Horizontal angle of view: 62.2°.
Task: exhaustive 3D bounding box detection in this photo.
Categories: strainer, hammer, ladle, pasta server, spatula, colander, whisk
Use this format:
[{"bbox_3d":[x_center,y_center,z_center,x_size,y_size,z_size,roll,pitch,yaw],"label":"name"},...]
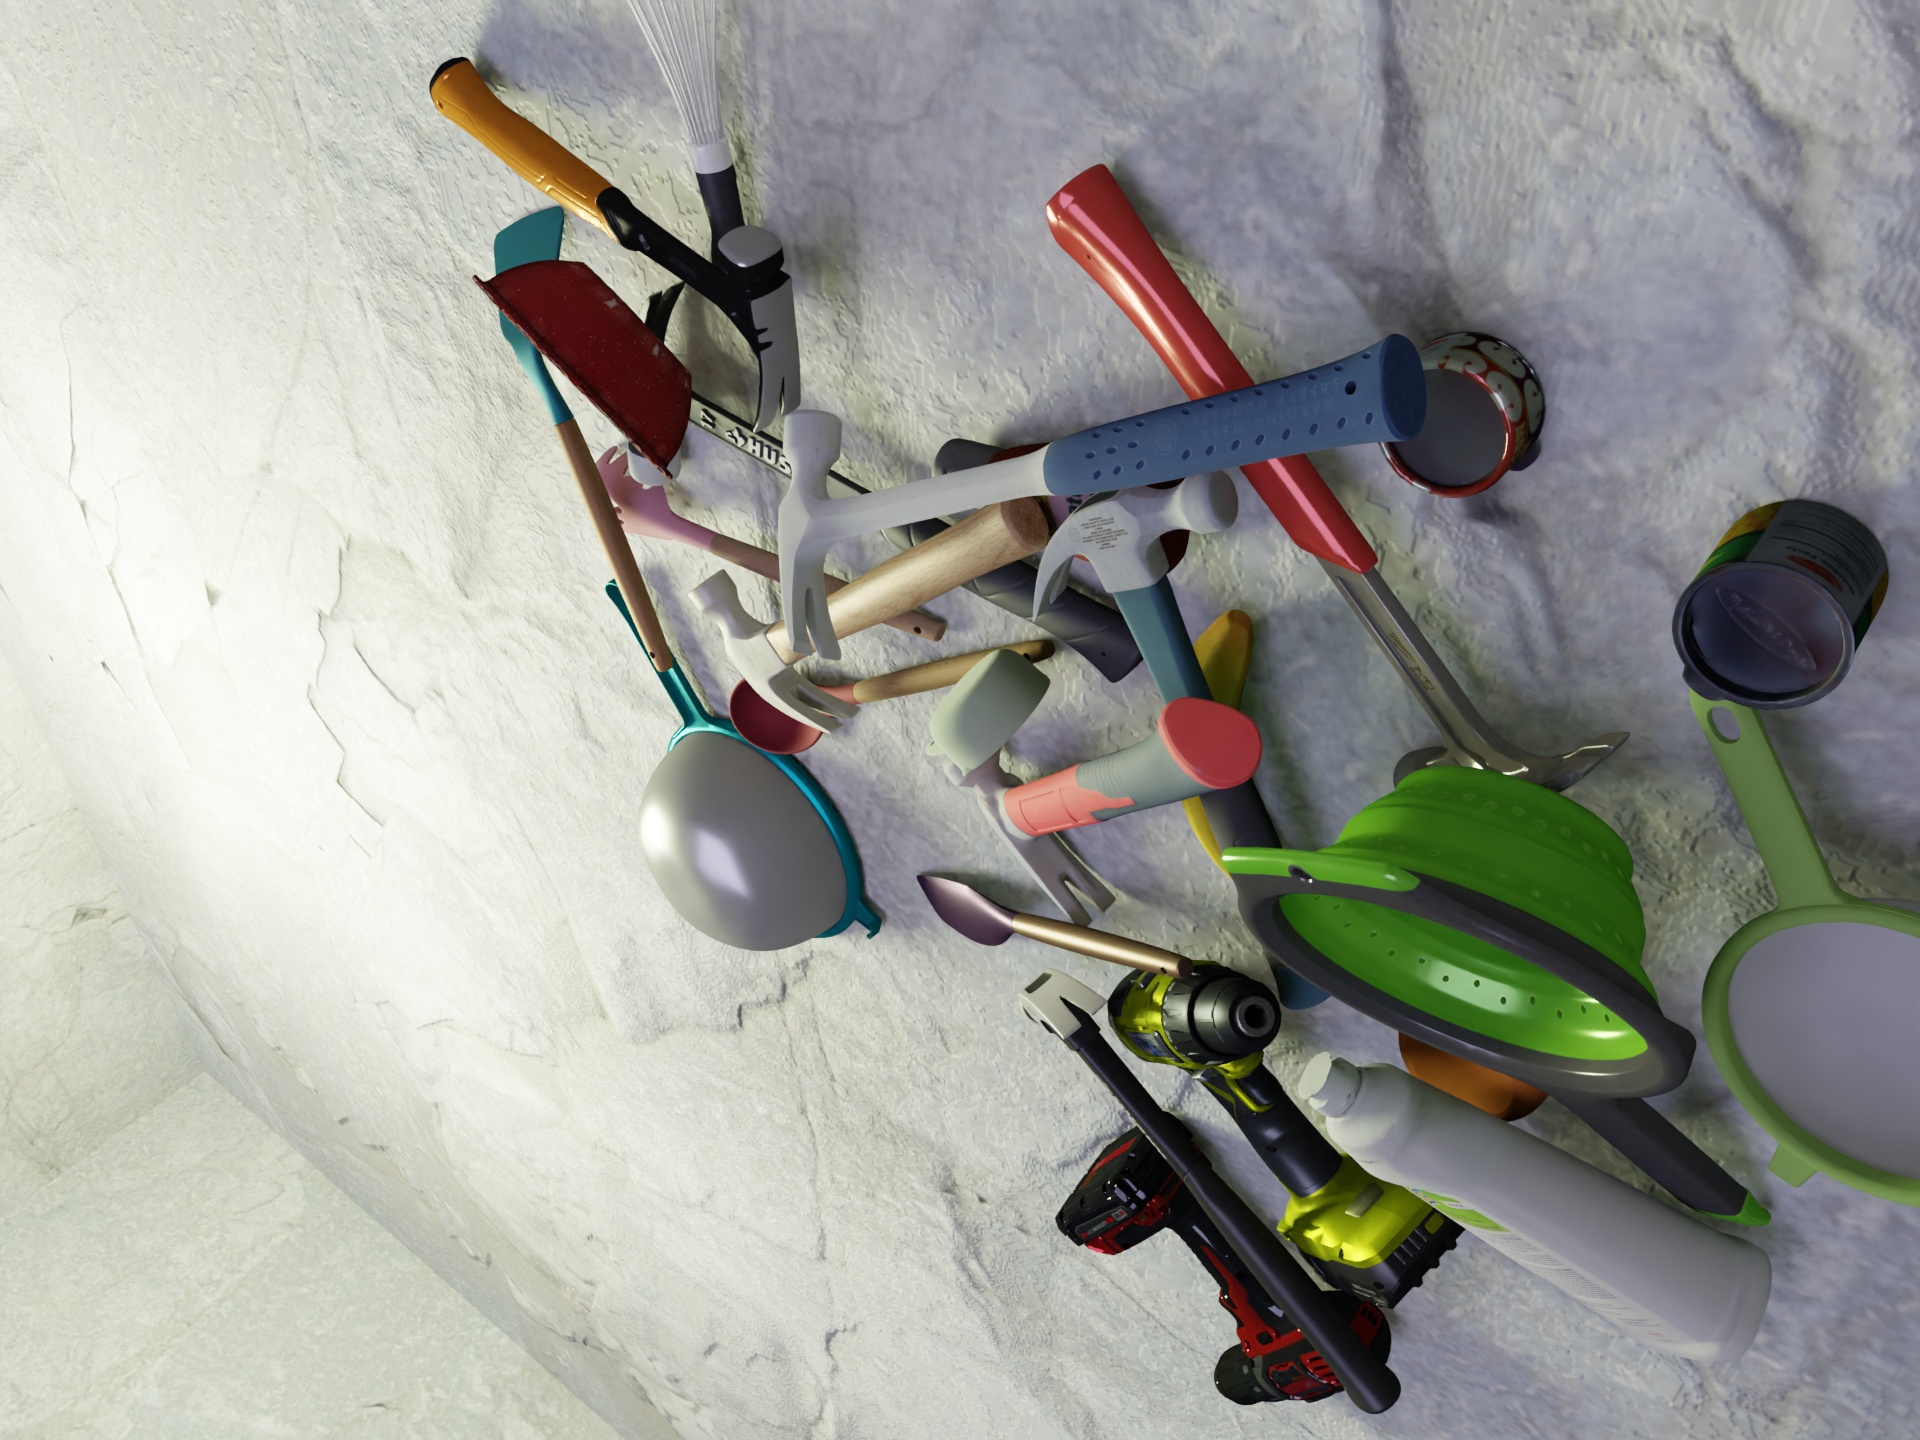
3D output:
[{"bbox_3d":[-0.212,0.055,1.238,0.211,0.095,0.340,-5,119,47],"label":"strainer"},{"bbox_3d":[0.156,0.293,0.999,0.335,0.035,0.146,50,171,6],"label":"hammer"},{"bbox_3d":[0.084,0.050,0.869,0.143,0.038,0.386,51,166,-2],"label":"hammer"},{"bbox_3d":[-0.052,-0.023,1.070,0.315,0.031,0.069,-11,117,47],"label":"ladle"},{"bbox_3d":[0.161,-0.110,0.749,0.359,0.037,0.149,54,163,-1],"label":"hammer"},{"bbox_3d":[-0.054,-0.071,0.968,0.130,0.031,0.331,55,146,-11],"label":"hammer"},{"bbox_3d":[-0.140,-0.116,1.083,0.316,0.040,0.060,23,135,25],"label":"pasta server"},{"bbox_3d":[0.054,0.140,1.056,0.316,0.018,0.059,2,125,61],"label":"spatula"},{"bbox_3d":[0.296,0.129,0.767,0.396,0.094,0.204,38,160,-28],"label":"colander"},{"bbox_3d":[0.039,-0.116,0.781,0.405,0.035,0.144,-4,81,47],"label":"hammer"},{"bbox_3d":[-0.214,-0.304,0.953,0.337,0.034,0.127,41,154,26],"label":"hammer"},{"bbox_3d":[0.137,0.023,0.851,0.128,0.033,0.330,-5,121,41],"label":"hammer"},{"bbox_3d":[0.389,0.085,0.691,0.151,0.069,0.256,-22,96,54],"label":"strainer"},{"bbox_3d":[-0.055,-0.135,0.973,0.409,0.036,0.149,31,138,23],"label":"hammer"},{"bbox_3d":[-0.252,-0.184,1.091,0.082,0.044,0.317,-4,112,41],"label":"spatula"},{"bbox_3d":[-0.145,-0.343,0.873,0.070,0.070,0.284,21,138,32],"label":"whisk"}]

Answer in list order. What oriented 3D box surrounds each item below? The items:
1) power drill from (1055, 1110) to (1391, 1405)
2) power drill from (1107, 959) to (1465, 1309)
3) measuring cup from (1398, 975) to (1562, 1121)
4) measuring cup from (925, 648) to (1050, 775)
[{"bbox_3d":[0.181,0.408,1.161,0.227,0.080,0.187,42,142,6],"label":"power drill"},{"bbox_3d":[0.196,0.238,0.961,0.228,0.080,0.190,49,165,0],"label":"power drill"},{"bbox_3d":[0.253,0.163,0.896,0.174,0.052,0.095,25,136,26],"label":"measuring cup"},{"bbox_3d":[-0.002,-0.003,0.988,0.038,0.083,0.167,43,160,-11],"label":"measuring cup"}]
